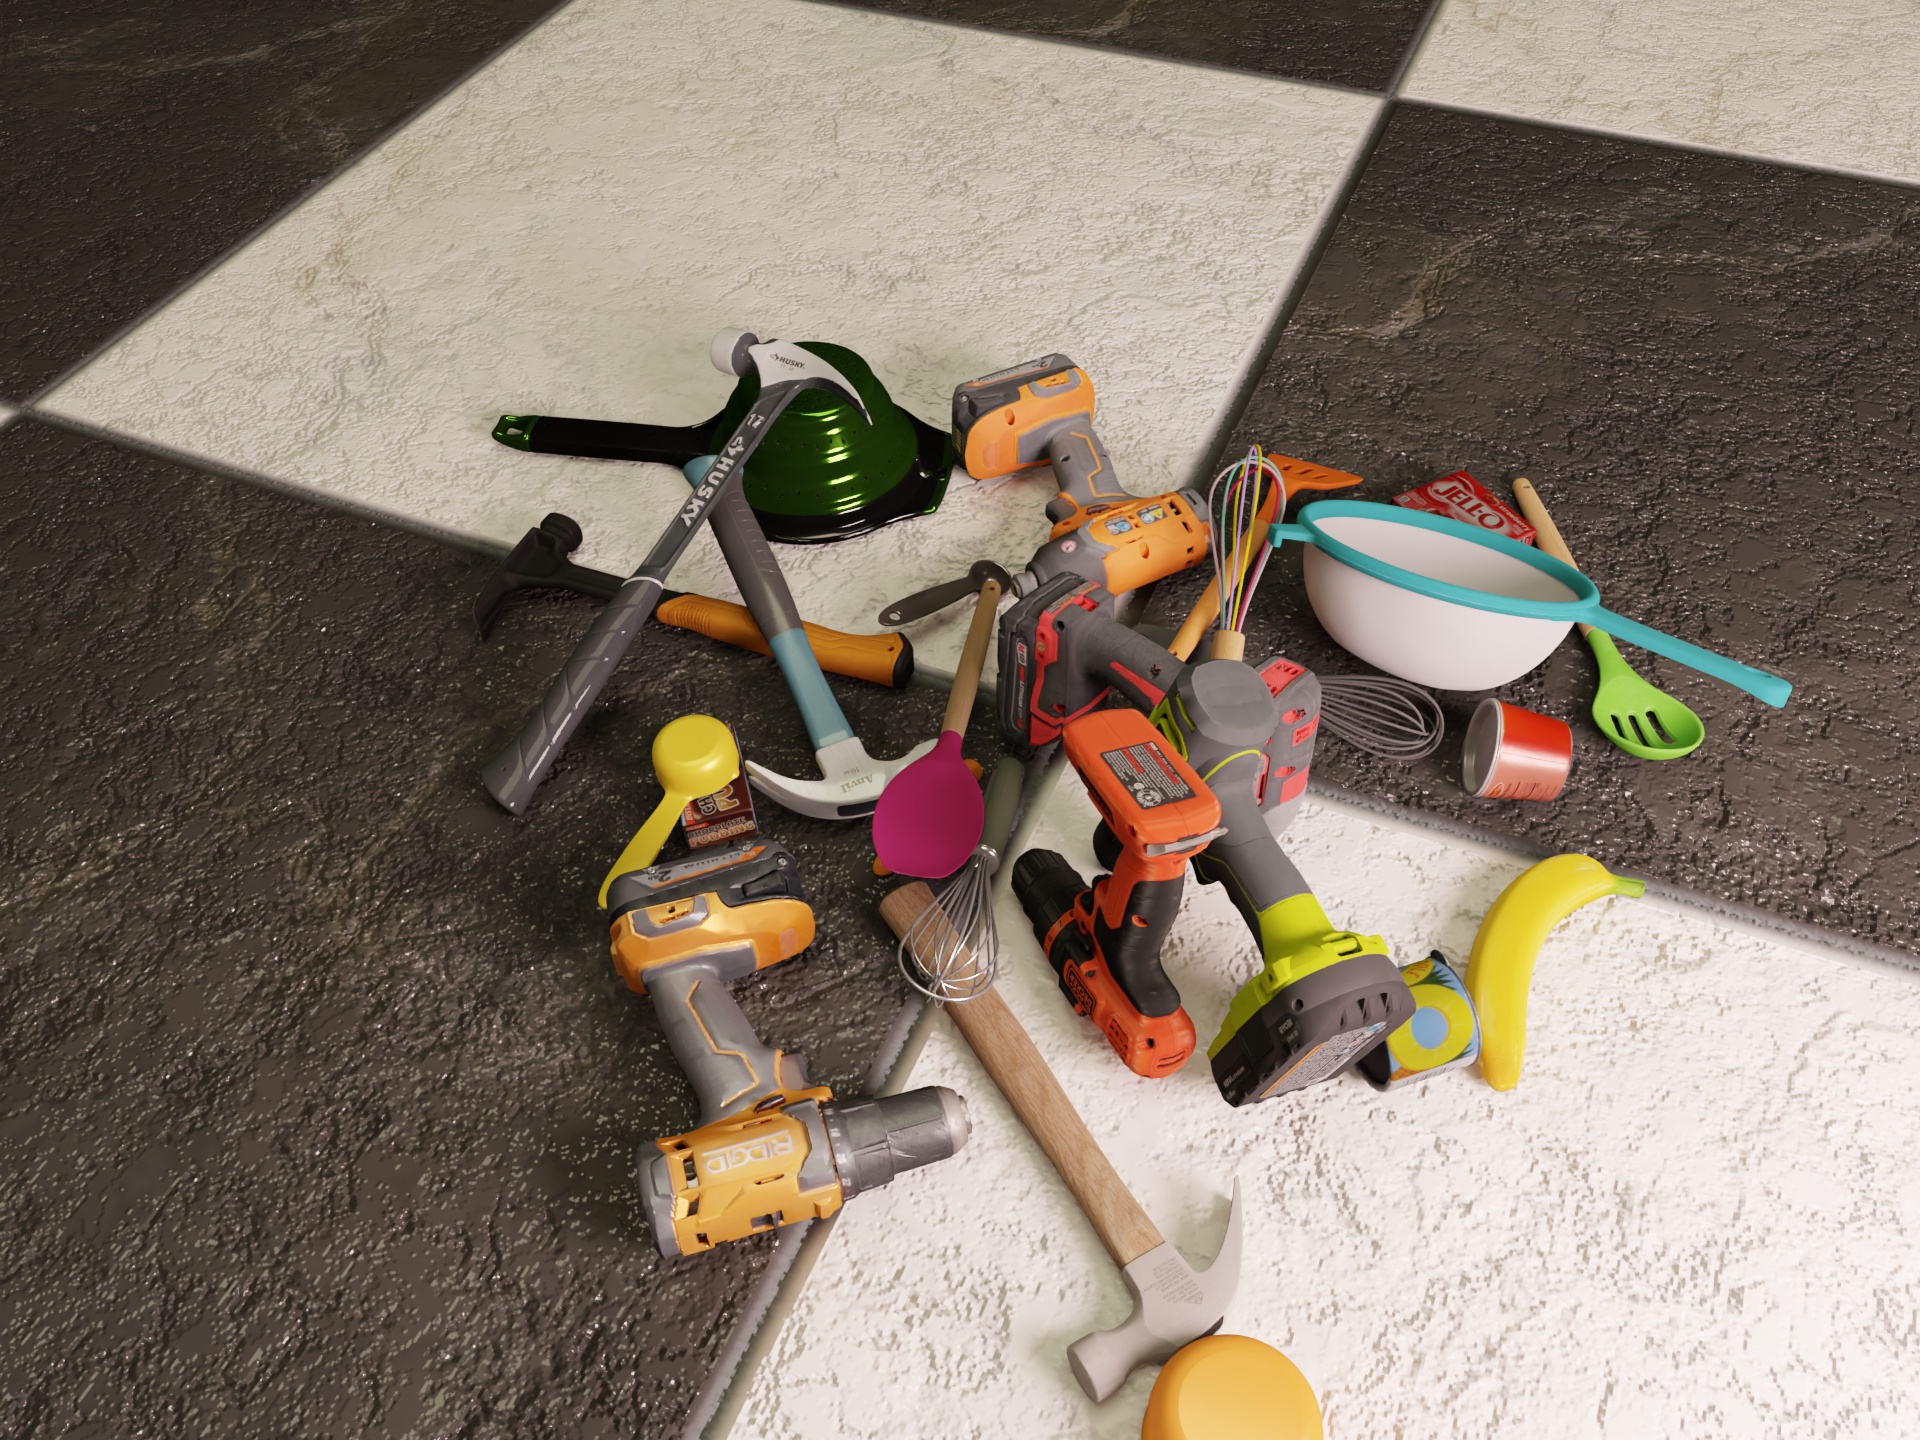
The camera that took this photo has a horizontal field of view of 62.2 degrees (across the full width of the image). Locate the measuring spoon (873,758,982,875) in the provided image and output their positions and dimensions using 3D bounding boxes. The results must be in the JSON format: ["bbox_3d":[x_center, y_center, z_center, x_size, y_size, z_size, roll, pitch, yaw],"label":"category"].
[{"bbox_3d":[-0.022,0.064,1.077,0.021,0.011,0.117,27,54,24],"label":"measuring spoon"}]

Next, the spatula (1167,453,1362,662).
[{"bbox_3d":[0.220,-0.127,1.211,0.081,0.041,0.323,20,48,22],"label":"spatula"}]

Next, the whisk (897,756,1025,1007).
[{"bbox_3d":[0.010,0.093,0.997,0.059,0.057,0.246,18,32,2],"label":"whisk"}]

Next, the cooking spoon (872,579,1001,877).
[{"bbox_3d":[-0.002,-0.003,1.079,0.069,0.017,0.319,8,39,6],"label":"cooking spoon"}]

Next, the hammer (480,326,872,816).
[{"bbox_3d":[-0.213,-0.109,1.142,0.149,0.036,0.409,22,71,26],"label":"hammer"}]

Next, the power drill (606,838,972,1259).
[{"bbox_3d":[-0.107,0.183,0.929,0.185,0.084,0.226,-13,53,-10],"label":"power drill"}]

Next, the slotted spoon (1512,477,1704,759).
[{"bbox_3d":[0.467,-0.081,1.184,0.070,0.031,0.314,-4,46,-2],"label":"slotted spoon"}]

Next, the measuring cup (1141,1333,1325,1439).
[{"bbox_3d":[0.176,0.354,0.778,0.173,0.052,0.095,5,48,9],"label":"measuring cup"}]

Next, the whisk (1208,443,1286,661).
[{"bbox_3d":[0.193,-0.080,1.125,0.051,0.047,0.245,19,74,-34],"label":"whisk"}]

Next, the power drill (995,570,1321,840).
[{"bbox_3d":[0.131,-0.001,1.054,0.220,0.143,0.078,27,44,31],"label":"power drill"}]

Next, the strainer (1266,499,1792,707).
[{"bbox_3d":[0.379,-0.053,1.092,0.341,0.095,0.211,28,27,30],"label":"strainer"}]

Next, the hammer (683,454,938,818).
[{"bbox_3d":[-0.128,-0.069,1.142,0.128,0.033,0.331,-21,60,-11],"label":"hammer"}]

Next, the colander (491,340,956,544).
[{"bbox_3d":[-0.204,-0.253,1.316,0.397,0.094,0.205,6,48,7],"label":"colander"}]

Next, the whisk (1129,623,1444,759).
[{"bbox_3d":[0.227,-0.028,1.132,0.239,0.055,0.055,20,51,23],"label":"whisk"}]

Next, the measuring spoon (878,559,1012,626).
[{"bbox_3d":[-0.013,-0.091,1.202,0.124,0.018,0.034,-24,64,-32],"label":"measuring spoon"}]

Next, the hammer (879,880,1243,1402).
[{"bbox_3d":[0.045,0.216,0.923,0.130,0.031,0.332,-23,51,-18],"label":"hammer"}]

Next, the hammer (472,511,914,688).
[{"bbox_3d":[-0.196,-0.075,1.195,0.337,0.034,0.127,15,49,15],"label":"hammer"}]

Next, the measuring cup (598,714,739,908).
[{"bbox_3d":[-0.196,0.056,1.036,0.062,0.029,0.157,13,49,16],"label":"measuring cup"}]

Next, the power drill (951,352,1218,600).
[{"bbox_3d":[0.076,-0.183,1.256,0.164,0.084,0.227,-22,54,-16],"label":"power drill"}]

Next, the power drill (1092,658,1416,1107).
[{"bbox_3d":[0.156,0.103,0.940,0.080,0.190,0.229,-9,59,-25],"label":"power drill"}]
